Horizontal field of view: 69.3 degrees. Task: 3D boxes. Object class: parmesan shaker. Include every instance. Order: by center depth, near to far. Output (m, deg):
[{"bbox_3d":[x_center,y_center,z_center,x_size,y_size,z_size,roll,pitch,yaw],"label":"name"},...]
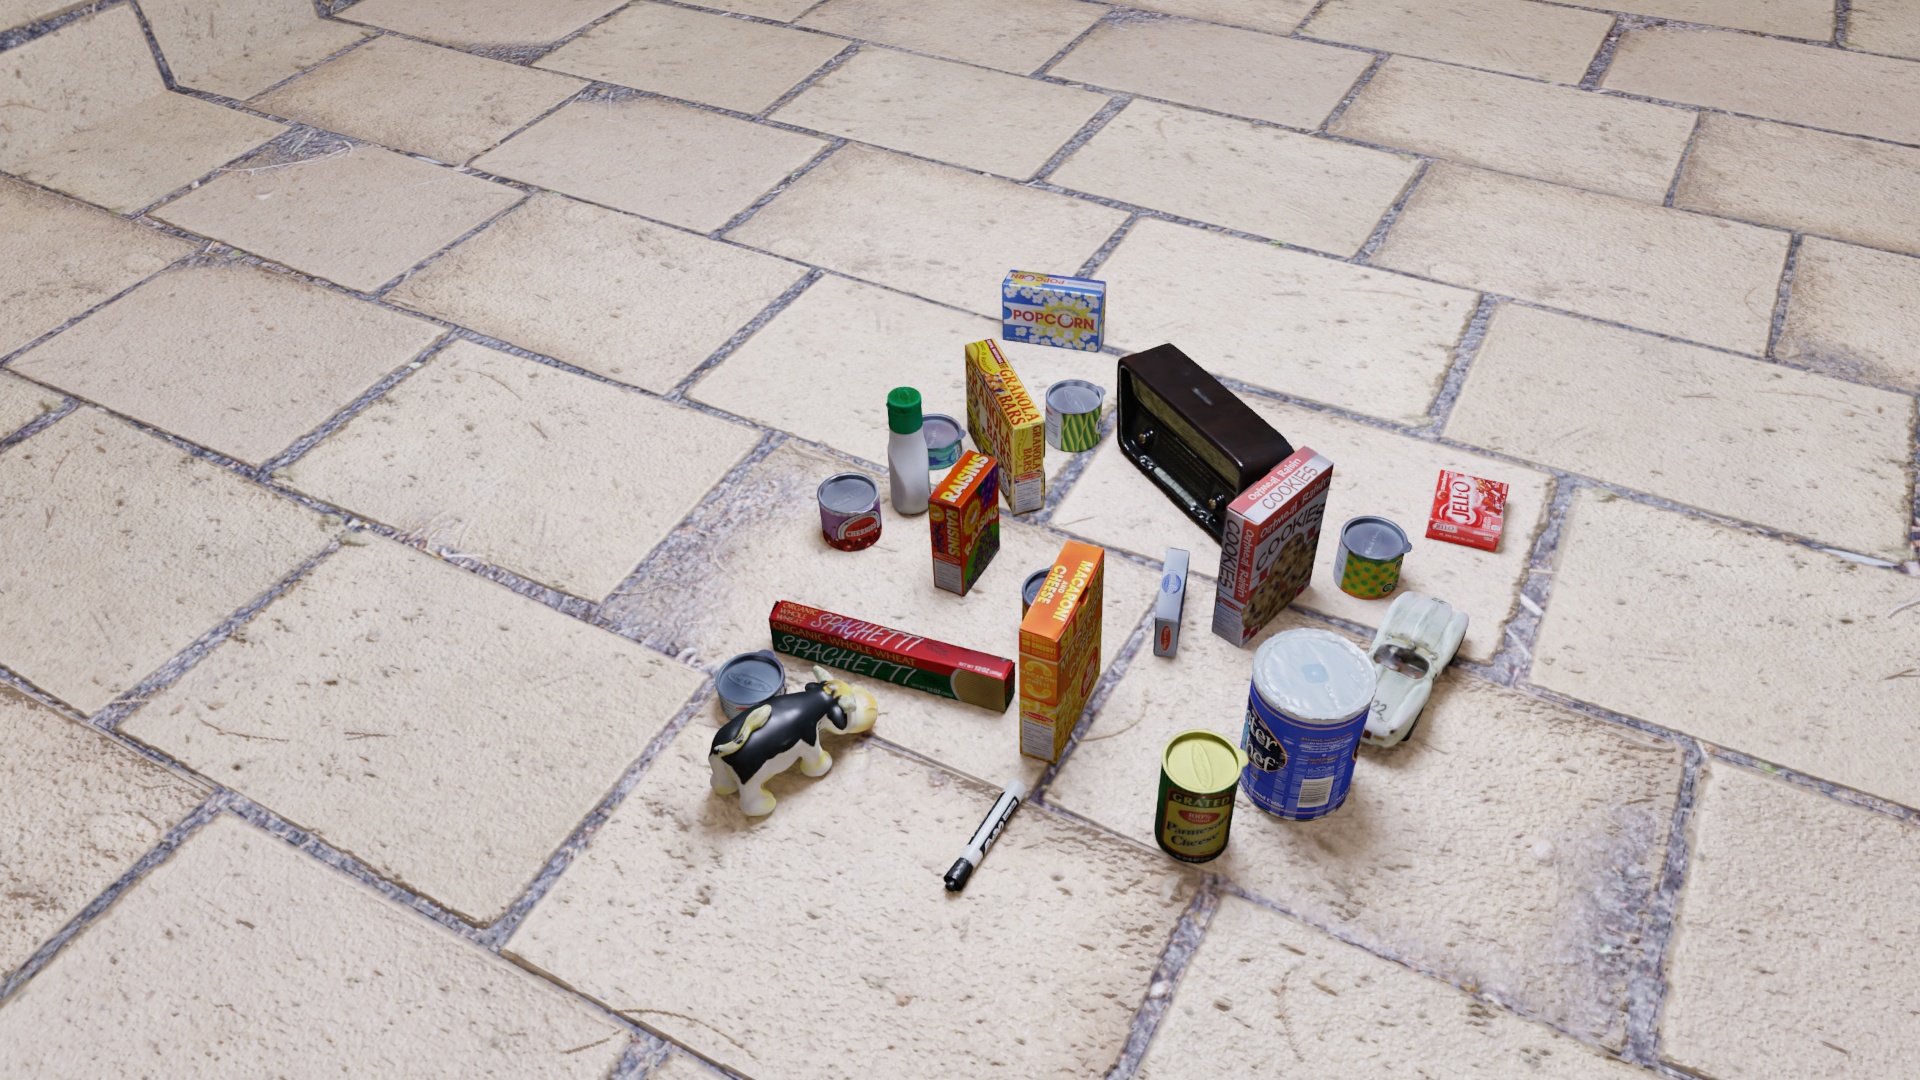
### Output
[{"bbox_3d":[0.202,0.217,1.173,0.071,0.102,0.072,-1,43,1],"label":"parmesan shaker"}]

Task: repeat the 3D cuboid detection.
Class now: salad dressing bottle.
[{"bbox_3d":[-0.057,-0.096,1.493,0.044,0.146,0.064,-12,44,-11],"label":"salad dressing bottle"}]

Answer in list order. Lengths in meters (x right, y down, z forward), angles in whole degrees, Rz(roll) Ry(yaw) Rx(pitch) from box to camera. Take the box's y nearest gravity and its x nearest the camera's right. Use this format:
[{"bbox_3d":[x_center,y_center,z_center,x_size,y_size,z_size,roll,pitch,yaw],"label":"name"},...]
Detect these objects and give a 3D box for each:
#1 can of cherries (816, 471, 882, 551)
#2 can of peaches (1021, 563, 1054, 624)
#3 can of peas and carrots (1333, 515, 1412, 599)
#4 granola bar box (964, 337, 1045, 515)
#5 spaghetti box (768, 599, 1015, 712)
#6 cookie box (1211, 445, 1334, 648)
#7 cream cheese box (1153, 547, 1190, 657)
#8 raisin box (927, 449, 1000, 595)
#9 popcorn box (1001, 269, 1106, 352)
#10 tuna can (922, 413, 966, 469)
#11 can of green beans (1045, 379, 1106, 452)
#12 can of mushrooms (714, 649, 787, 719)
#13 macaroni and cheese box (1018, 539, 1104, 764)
[{"bbox_3d":[-0.117,-0.029,1.488,0.071,0.058,0.072,-1,43,1],"label":"can of cherries"},{"bbox_3d":[0.094,0.068,1.374,0.071,0.057,0.071,-1,43,1],"label":"can of peaches"},{"bbox_3d":[0.419,0.018,1.413,0.071,0.058,0.071,-1,43,1],"label":"can of peas and carrots"},{"bbox_3d":[0.049,-0.128,1.540,0.039,0.123,0.166,-14,44,-12],"label":"granola bar box"},{"bbox_3d":[-0.069,0.110,1.340,0.250,0.049,0.029,13,45,16],"label":"spaghetti box"},{"bbox_3d":[0.301,0.006,1.351,0.040,0.166,0.123,33,53,32],"label":"cookie box"},{"bbox_3d":[0.209,0.061,1.379,0.024,0.053,0.104,8,44,11],"label":"cream cheese box"},{"bbox_3d":[0.005,-0.018,1.423,0.040,0.122,0.086,19,47,22],"label":"raisin box"},{"bbox_3d":[0.117,-0.288,1.739,0.127,0.084,0.038,10,44,13],"label":"popcorn box"},{"bbox_3d":[-0.028,-0.113,1.594,0.071,0.032,0.071,-1,43,1],"label":"tuna can"},{"bbox_3d":[0.131,-0.144,1.602,0.071,0.057,0.071,-1,43,1],"label":"can of green beans"},{"bbox_3d":[-0.198,0.140,1.326,0.071,0.033,0.071,-1,43,1],"label":"can of mushrooms"},{"bbox_3d":[0.093,0.101,1.258,0.040,0.165,0.124,15,45,18],"label":"macaroni and cheese box"}]
